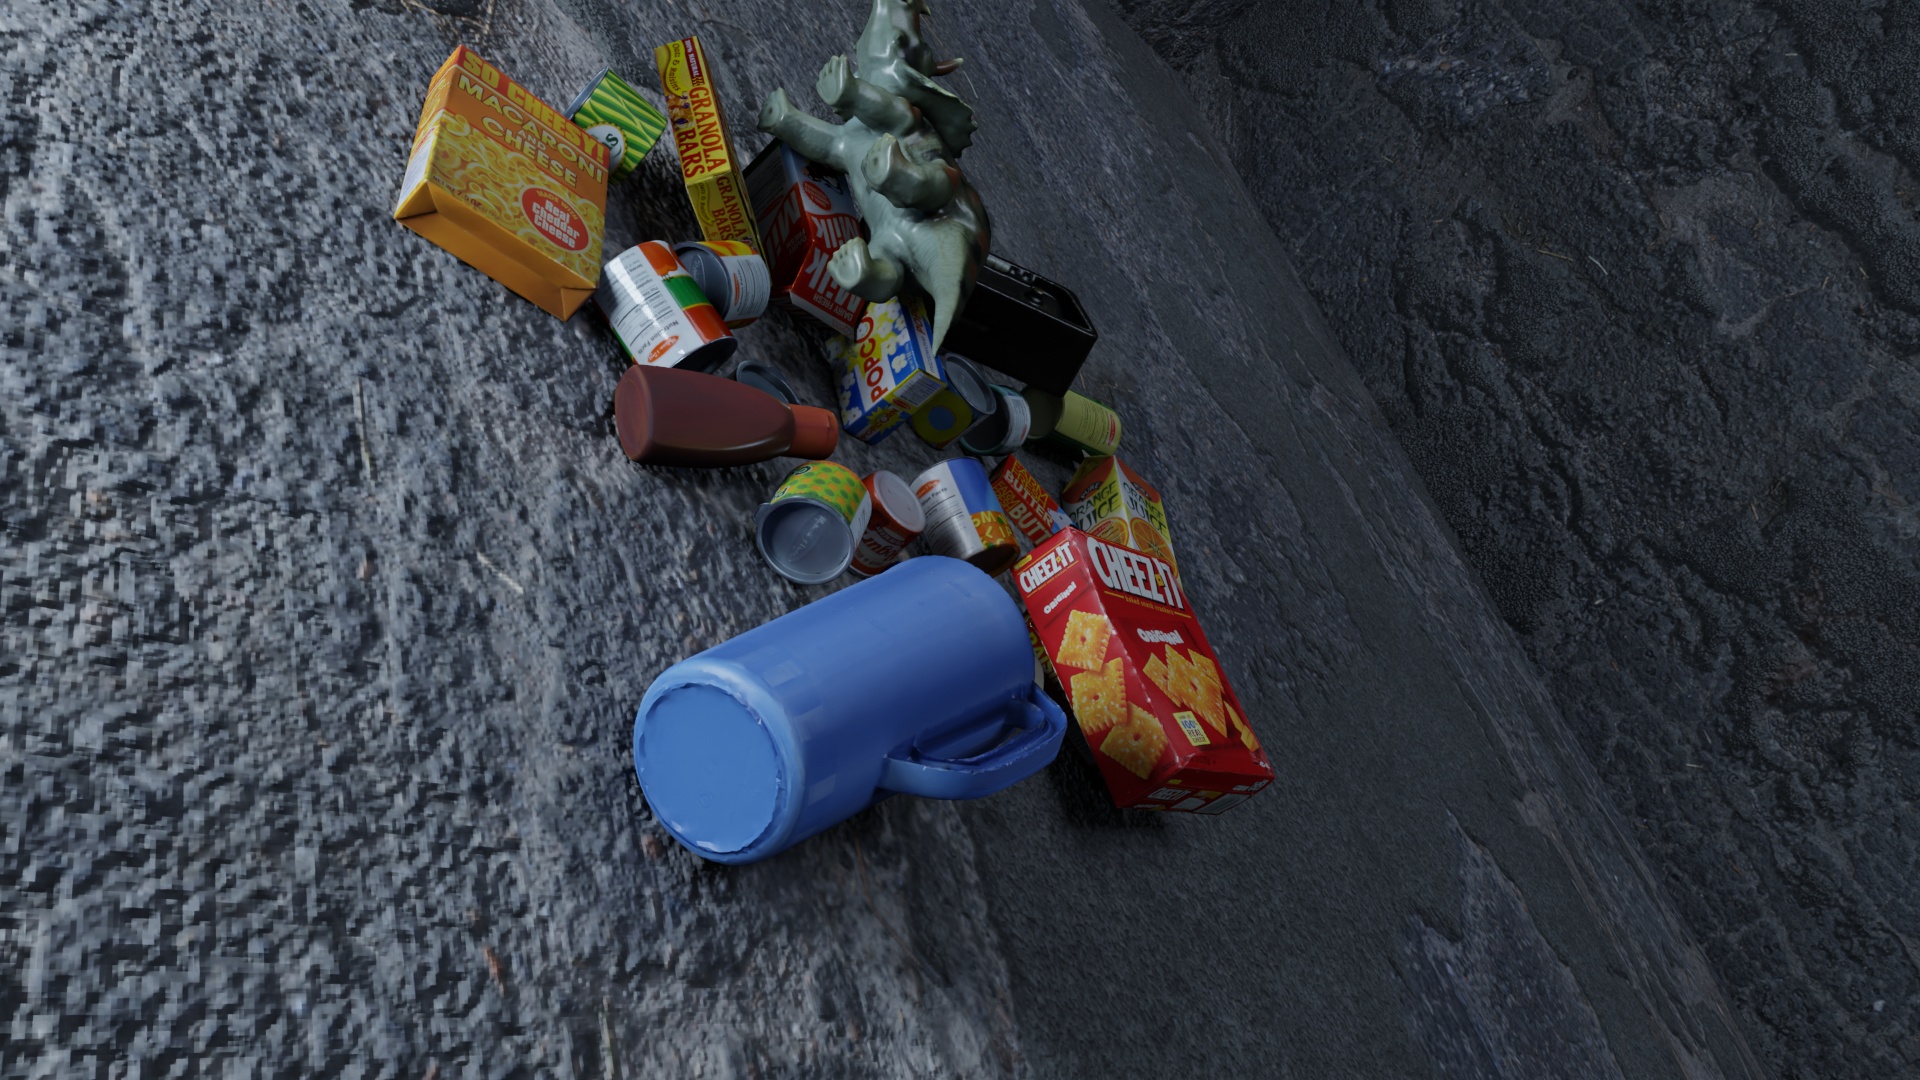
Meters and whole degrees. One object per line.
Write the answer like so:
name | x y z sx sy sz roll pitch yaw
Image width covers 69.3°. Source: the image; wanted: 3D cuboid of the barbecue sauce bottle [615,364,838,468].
barbecue sauce bottle | -0.150 -0.076 0.913 0.149 0.043 0.065 3 61 -41

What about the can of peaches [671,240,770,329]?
can of peaches | -0.182 -0.185 1.010 0.071 0.071 0.058 54 26 3

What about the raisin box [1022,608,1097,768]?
raisin box | 0.091 0.110 1.118 0.123 0.040 0.086 53 27 -2

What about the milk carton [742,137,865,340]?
milk carton | -0.130 -0.248 1.164 0.072 0.073 0.191 26 37 -42

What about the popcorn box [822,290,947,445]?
popcorn box | -0.064 -0.152 1.138 0.038 0.085 0.127 27 36 -41

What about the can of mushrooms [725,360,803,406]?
can of mushrooms | -0.144 -0.094 0.993 0.071 0.033 0.071 38 29 -26

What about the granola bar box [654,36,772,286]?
granola bar box | -0.192 -0.291 1.085 0.123 0.039 0.166 77 -5 -56

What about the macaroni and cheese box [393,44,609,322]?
macaroni and cheese box | -0.296 -0.236 0.914 0.123 0.040 0.167 32 33 -36

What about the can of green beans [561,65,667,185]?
can of green beans | -0.260 -0.307 1.031 0.057 0.071 0.071 39 29 -27

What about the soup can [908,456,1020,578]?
soup can | 0.004 -0.014 1.098 0.071 0.071 0.084 12 47 -54

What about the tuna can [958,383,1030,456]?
tuna can | 0.025 -0.109 1.258 0.033 0.071 0.071 -3 60 -59

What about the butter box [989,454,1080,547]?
butter box | 0.067 -0.027 1.268 0.103 0.024 0.053 47 26 -12

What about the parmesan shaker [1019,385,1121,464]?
parmesan shaker | 0.107 -0.121 1.401 0.103 0.071 0.071 18 43 -49

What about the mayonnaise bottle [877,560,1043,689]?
mayonnaise bottle | -0.002 0.072 1.012 0.148 0.041 0.065 40 29 -22

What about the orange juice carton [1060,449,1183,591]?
orange juice carton | 0.149 -0.011 1.326 0.071 0.073 0.194 37 29 -29

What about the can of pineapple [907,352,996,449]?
can of pineapple | -0.013 -0.123 1.217 0.071 0.057 0.071 39 28 -26

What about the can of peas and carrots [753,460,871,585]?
can of peas and carrots | -0.099 -0.014 0.931 0.071 0.070 0.059 46 26 -15

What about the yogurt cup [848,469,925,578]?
yogurt cup | -0.062 -0.015 1.005 0.072 0.053 0.073 40 28 -26

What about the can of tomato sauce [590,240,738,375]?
can of tomato sauce | -0.199 -0.149 0.934 0.083 0.071 0.071 55 26 5
